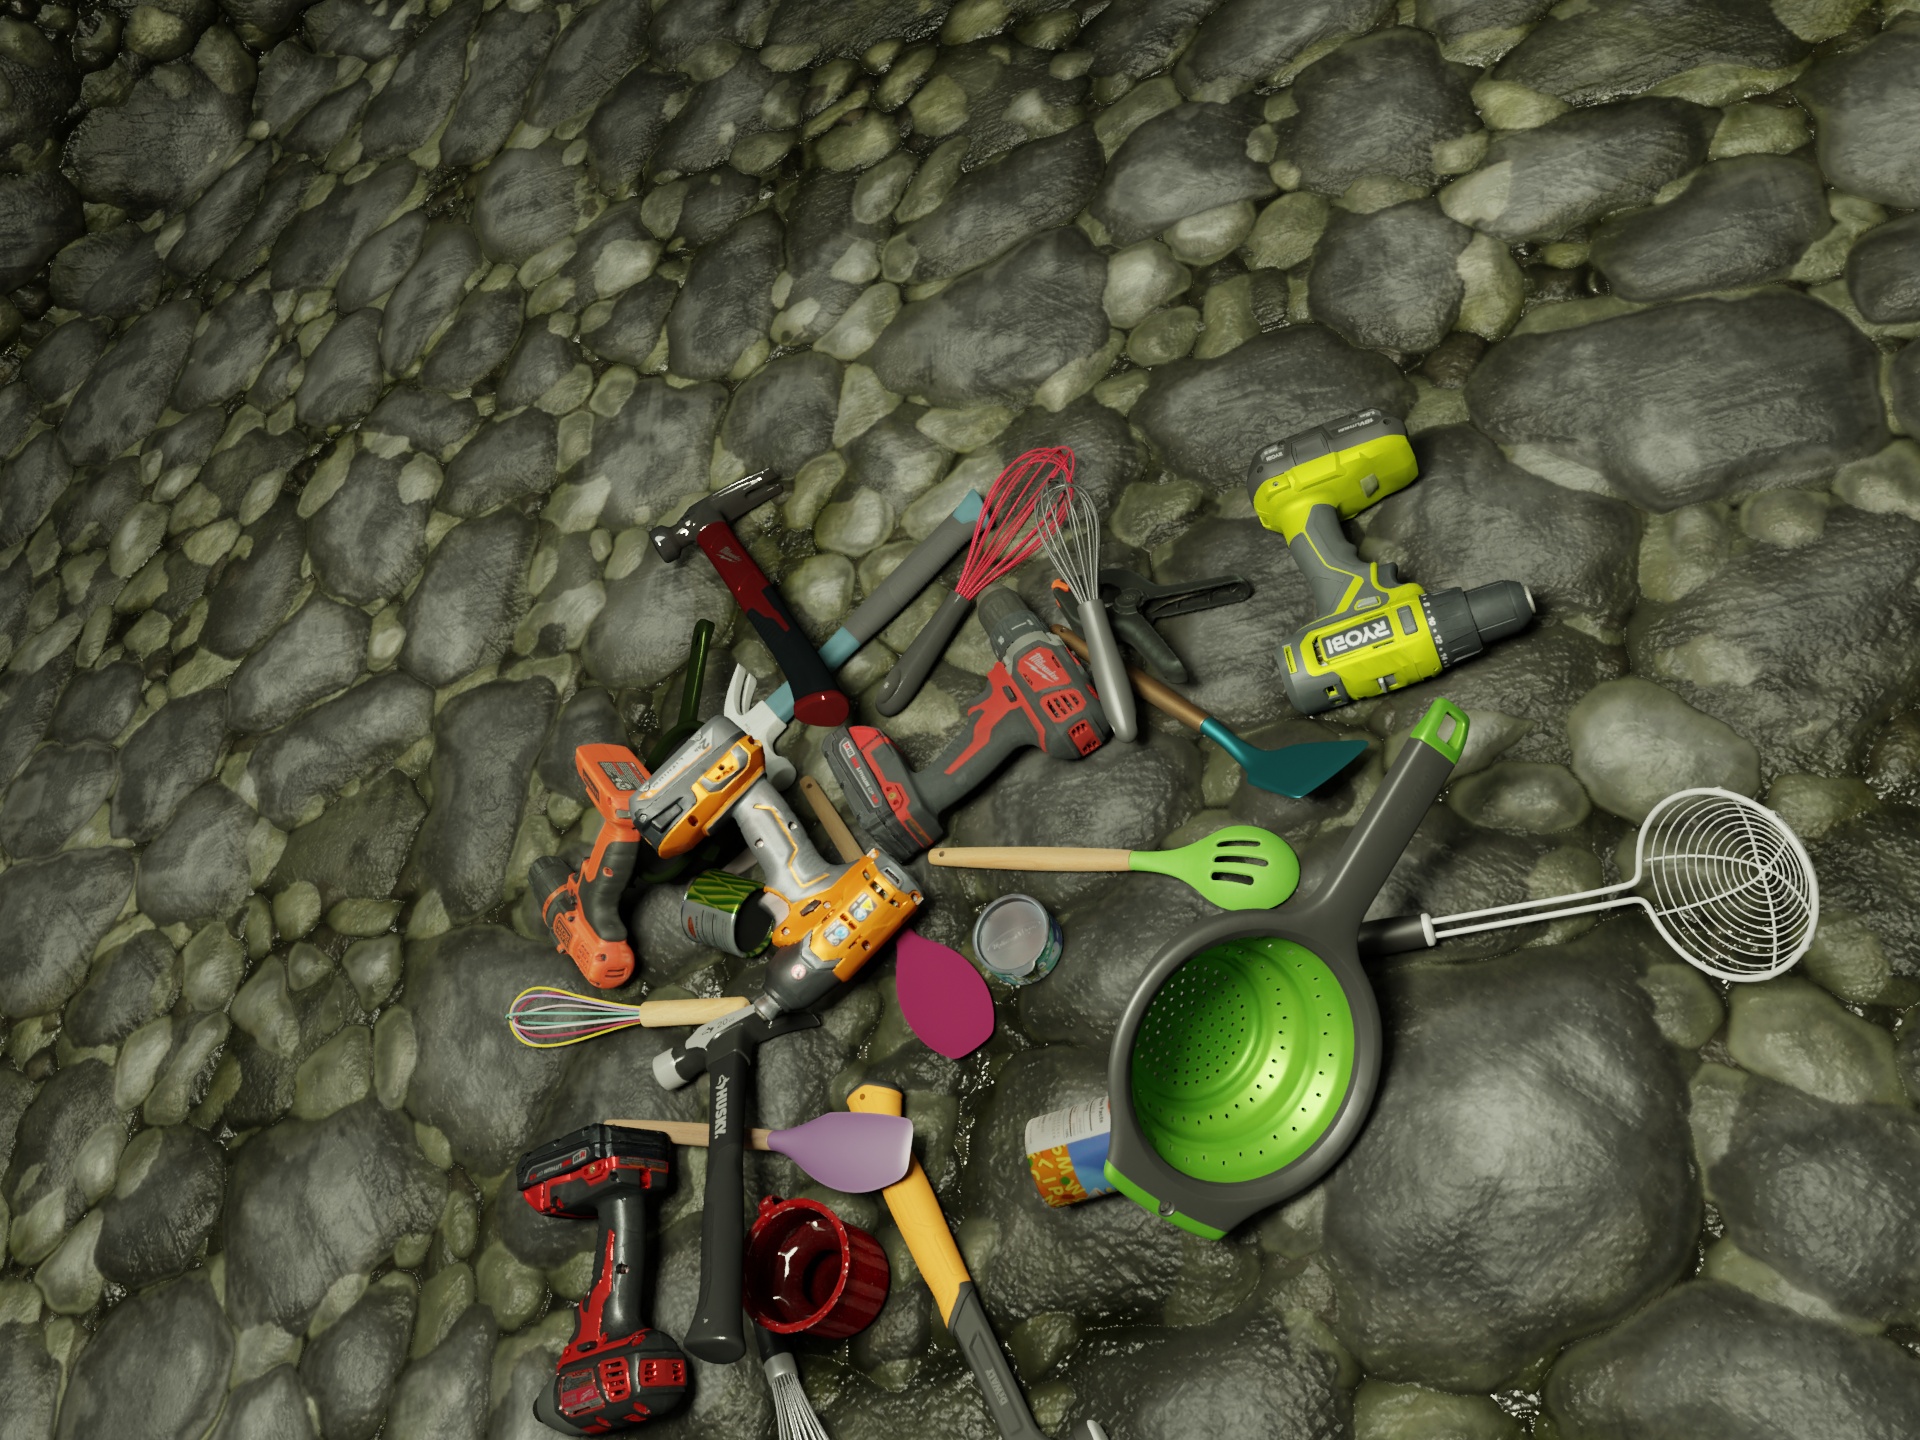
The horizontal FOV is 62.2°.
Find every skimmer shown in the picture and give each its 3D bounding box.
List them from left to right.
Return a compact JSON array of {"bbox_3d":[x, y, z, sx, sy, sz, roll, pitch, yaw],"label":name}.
[{"bbox_3d":[0.373,0.135,1.071,0.363,0.090,0.127,-14,89,23],"label":"skimmer"}]

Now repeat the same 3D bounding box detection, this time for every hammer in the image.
[{"bbox_3d":[-0.172,0.336,1.195,0.146,0.035,0.335,-29,28,9],"label":"hammer"},{"bbox_3d":[-0.173,-0.117,1.483,0.143,0.038,0.387,-31,42,-7],"label":"hammer"},{"bbox_3d":[-0.091,-0.088,1.480,0.331,0.033,0.128,-45,53,-2],"label":"hammer"},{"bbox_3d":[-0.015,0.409,1.154,0.127,0.034,0.337,-34,52,5],"label":"hammer"}]

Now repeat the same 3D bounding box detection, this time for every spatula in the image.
[{"bbox_3d":[-0.169,0.335,1.266,0.316,0.018,0.060,-5,65,33],"label":"spatula"},{"bbox_3d":[0.182,-0.017,1.289,0.082,0.044,0.318,-34,46,-24],"label":"spatula"}]

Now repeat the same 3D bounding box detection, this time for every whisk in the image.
[{"bbox_3d":[-0.294,0.253,1.386,0.245,0.051,0.047,-7,54,21],"label":"whisk"},{"bbox_3d":[-0.120,0.497,1.146,0.070,0.070,0.285,-35,48,6],"label":"whisk"},{"bbox_3d":[0.012,-0.127,1.436,0.073,0.073,0.296,33,87,37],"label":"whisk"},{"bbox_3d":[0.108,-0.095,1.305,0.055,0.055,0.239,-19,75,17],"label":"whisk"}]

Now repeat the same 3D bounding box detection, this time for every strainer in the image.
[{"bbox_3d":[-0.231,0.032,1.451,0.151,0.069,0.257,-21,55,46],"label":"strainer"}]

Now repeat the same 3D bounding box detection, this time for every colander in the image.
[{"bbox_3d":[0.222,0.154,1.100,0.397,0.204,0.094,-58,19,-5],"label":"colander"}]

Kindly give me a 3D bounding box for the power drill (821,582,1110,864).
[{"bbox_3d":[-0.002,-0.004,1.360,0.226,0.080,0.188,-33,53,4],"label":"power drill"}]

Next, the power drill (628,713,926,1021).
[{"bbox_3d":[-0.163,0.124,1.292,0.226,0.084,0.164,42,77,8],"label":"power drill"}]

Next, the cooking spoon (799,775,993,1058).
[{"bbox_3d":[-0.064,0.155,1.335,0.069,0.017,0.319,-35,53,-3],"label":"cooking spoon"}]

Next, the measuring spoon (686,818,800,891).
[{"bbox_3d":[-0.196,0.122,1.424,0.124,0.018,0.034,-36,52,4],"label":"measuring spoon"}]

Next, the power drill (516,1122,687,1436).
[{"bbox_3d":[-0.286,0.441,1.247,0.143,0.078,0.220,-29,57,29],"label":"power drill"}]

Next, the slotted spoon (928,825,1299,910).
[{"bbox_3d":[0.112,0.113,1.263,0.314,0.031,0.070,-1,61,29],"label":"slotted spoon"}]

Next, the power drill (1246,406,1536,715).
[{"bbox_3d":[0.330,-0.130,1.256,0.190,0.080,0.229,-19,58,17],"label":"power drill"}]
